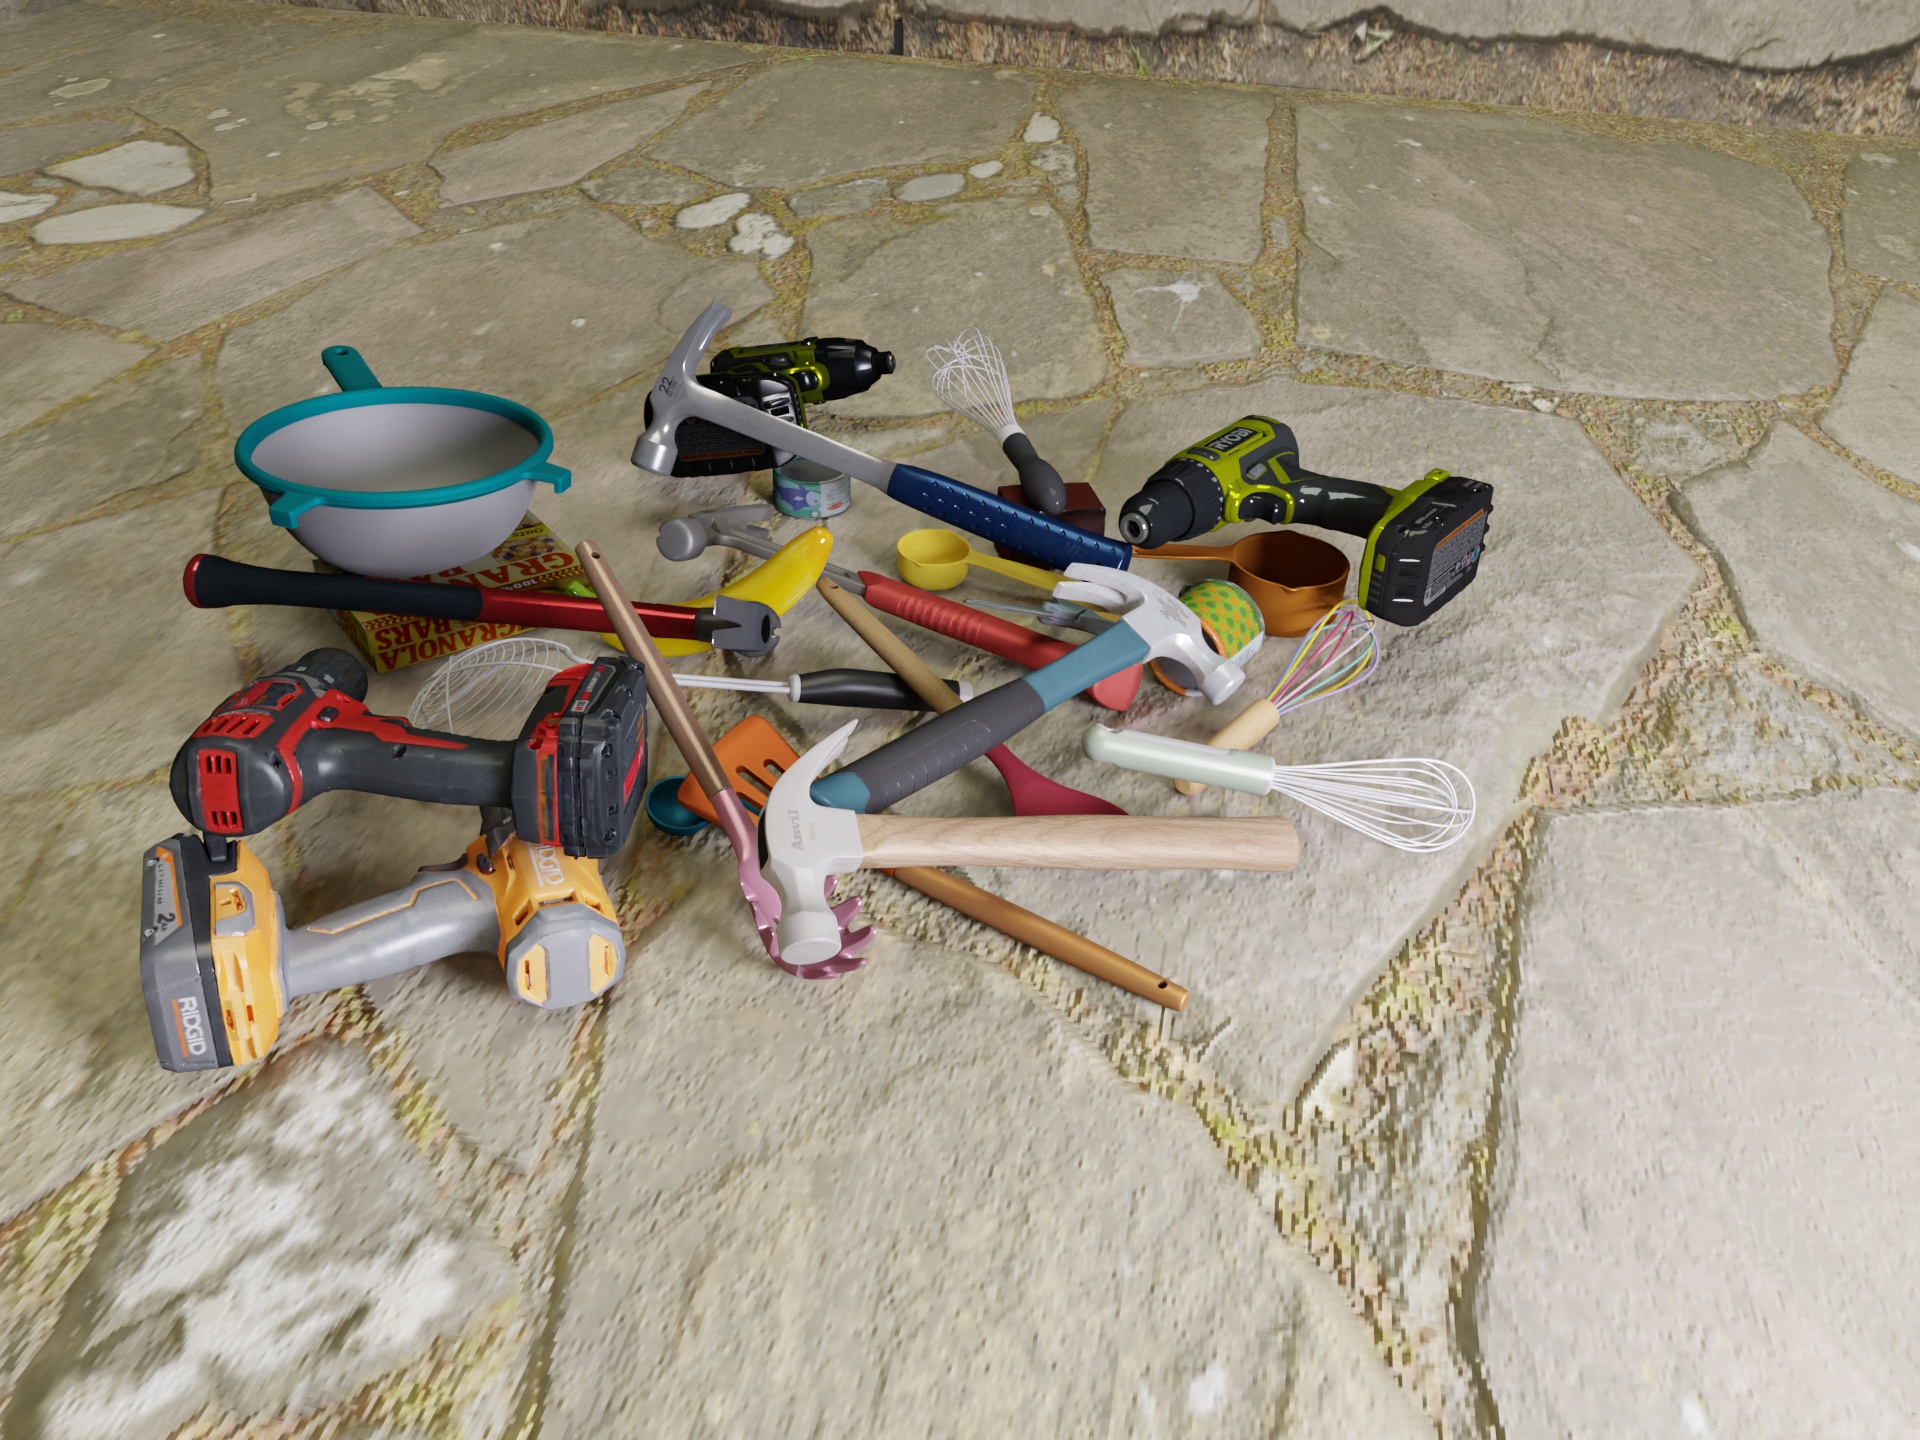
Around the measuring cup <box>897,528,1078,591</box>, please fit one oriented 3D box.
[{"bbox_3d":[0.025,-0.108,1.217,0.156,0.029,0.062,17,37,13],"label":"measuring cup"}]

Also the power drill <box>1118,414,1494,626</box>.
[{"bbox_3d":[0.245,-0.147,1.150,0.229,0.080,0.190,24,39,32],"label":"power drill"}]

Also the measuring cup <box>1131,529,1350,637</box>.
[{"bbox_3d":[0.202,-0.103,1.196,0.173,0.052,0.095,5,34,7],"label":"measuring cup"}]

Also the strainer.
[{"bbox_3d":[-0.425,-0.189,1.177,0.211,0.095,0.341,-13,33,-26],"label":"strainer"}]

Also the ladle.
[{"bbox_3d":[-0.002,-0.003,1.017,0.069,0.031,0.316,-18,48,-36],"label":"ladle"}]

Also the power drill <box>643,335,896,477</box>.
[{"bbox_3d":[-0.164,-0.284,1.384,0.171,0.080,0.223,-2,25,18],"label":"power drill"}]

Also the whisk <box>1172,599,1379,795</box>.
[{"bbox_3d":[0.217,-0.019,1.080,0.051,0.047,0.245,27,45,30],"label":"whisk"}]

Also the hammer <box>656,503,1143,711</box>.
[{"bbox_3d":[-0.035,-0.087,1.152,0.359,0.036,0.149,21,19,19],"label":"hammer"}]

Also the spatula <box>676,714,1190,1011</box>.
[{"bbox_3d":[-0.016,0.088,0.908,0.323,0.041,0.081,23,53,25],"label":"spatula"}]

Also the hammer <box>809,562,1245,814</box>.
[{"bbox_3d":[0.034,-0.008,0.971,0.331,0.033,0.128,-29,69,-38],"label":"hammer"}]

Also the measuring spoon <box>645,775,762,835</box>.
[{"bbox_3d":[-0.127,0.061,0.968,0.128,0.021,0.042,7,45,-9],"label":"measuring spoon"}]

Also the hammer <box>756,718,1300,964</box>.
[{"bbox_3d":[0.047,0.065,0.883,0.331,0.031,0.130,2,57,-26],"label":"hammer"}]

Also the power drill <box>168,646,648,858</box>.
[{"bbox_3d":[-0.290,0.006,0.877,0.226,0.080,0.188,2,21,-3],"label":"power drill"}]

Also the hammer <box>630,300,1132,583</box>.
[{"bbox_3d":[-0.059,-0.193,1.213,0.405,0.144,0.035,24,9,15],"label":"hammer"}]

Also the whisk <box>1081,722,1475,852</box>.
[{"bbox_3d":[0.193,0.034,0.959,0.246,0.059,0.058,11,11,-5],"label":"whisk"}]

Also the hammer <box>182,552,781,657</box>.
[{"bbox_3d":[-0.318,-0.076,1.026,0.386,0.038,0.143,5,1,4],"label":"hammer"}]

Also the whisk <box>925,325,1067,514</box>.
[{"bbox_3d":[0.032,-0.244,1.301,0.070,0.070,0.285,-8,39,-15],"label":"whisk"}]

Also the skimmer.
[{"bbox_3d":[-0.173,0.001,1.039,0.363,0.090,0.127,3,27,-17],"label":"skimmer"}]

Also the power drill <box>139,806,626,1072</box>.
[{"bbox_3d":[-0.308,0.092,0.853,0.226,0.084,0.186,-8,33,-21],"label":"power drill"}]

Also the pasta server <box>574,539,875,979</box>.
[{"bbox_3d":[-0.145,0.016,0.904,0.060,0.040,0.316,-15,64,-39],"label":"pasta server"}]
